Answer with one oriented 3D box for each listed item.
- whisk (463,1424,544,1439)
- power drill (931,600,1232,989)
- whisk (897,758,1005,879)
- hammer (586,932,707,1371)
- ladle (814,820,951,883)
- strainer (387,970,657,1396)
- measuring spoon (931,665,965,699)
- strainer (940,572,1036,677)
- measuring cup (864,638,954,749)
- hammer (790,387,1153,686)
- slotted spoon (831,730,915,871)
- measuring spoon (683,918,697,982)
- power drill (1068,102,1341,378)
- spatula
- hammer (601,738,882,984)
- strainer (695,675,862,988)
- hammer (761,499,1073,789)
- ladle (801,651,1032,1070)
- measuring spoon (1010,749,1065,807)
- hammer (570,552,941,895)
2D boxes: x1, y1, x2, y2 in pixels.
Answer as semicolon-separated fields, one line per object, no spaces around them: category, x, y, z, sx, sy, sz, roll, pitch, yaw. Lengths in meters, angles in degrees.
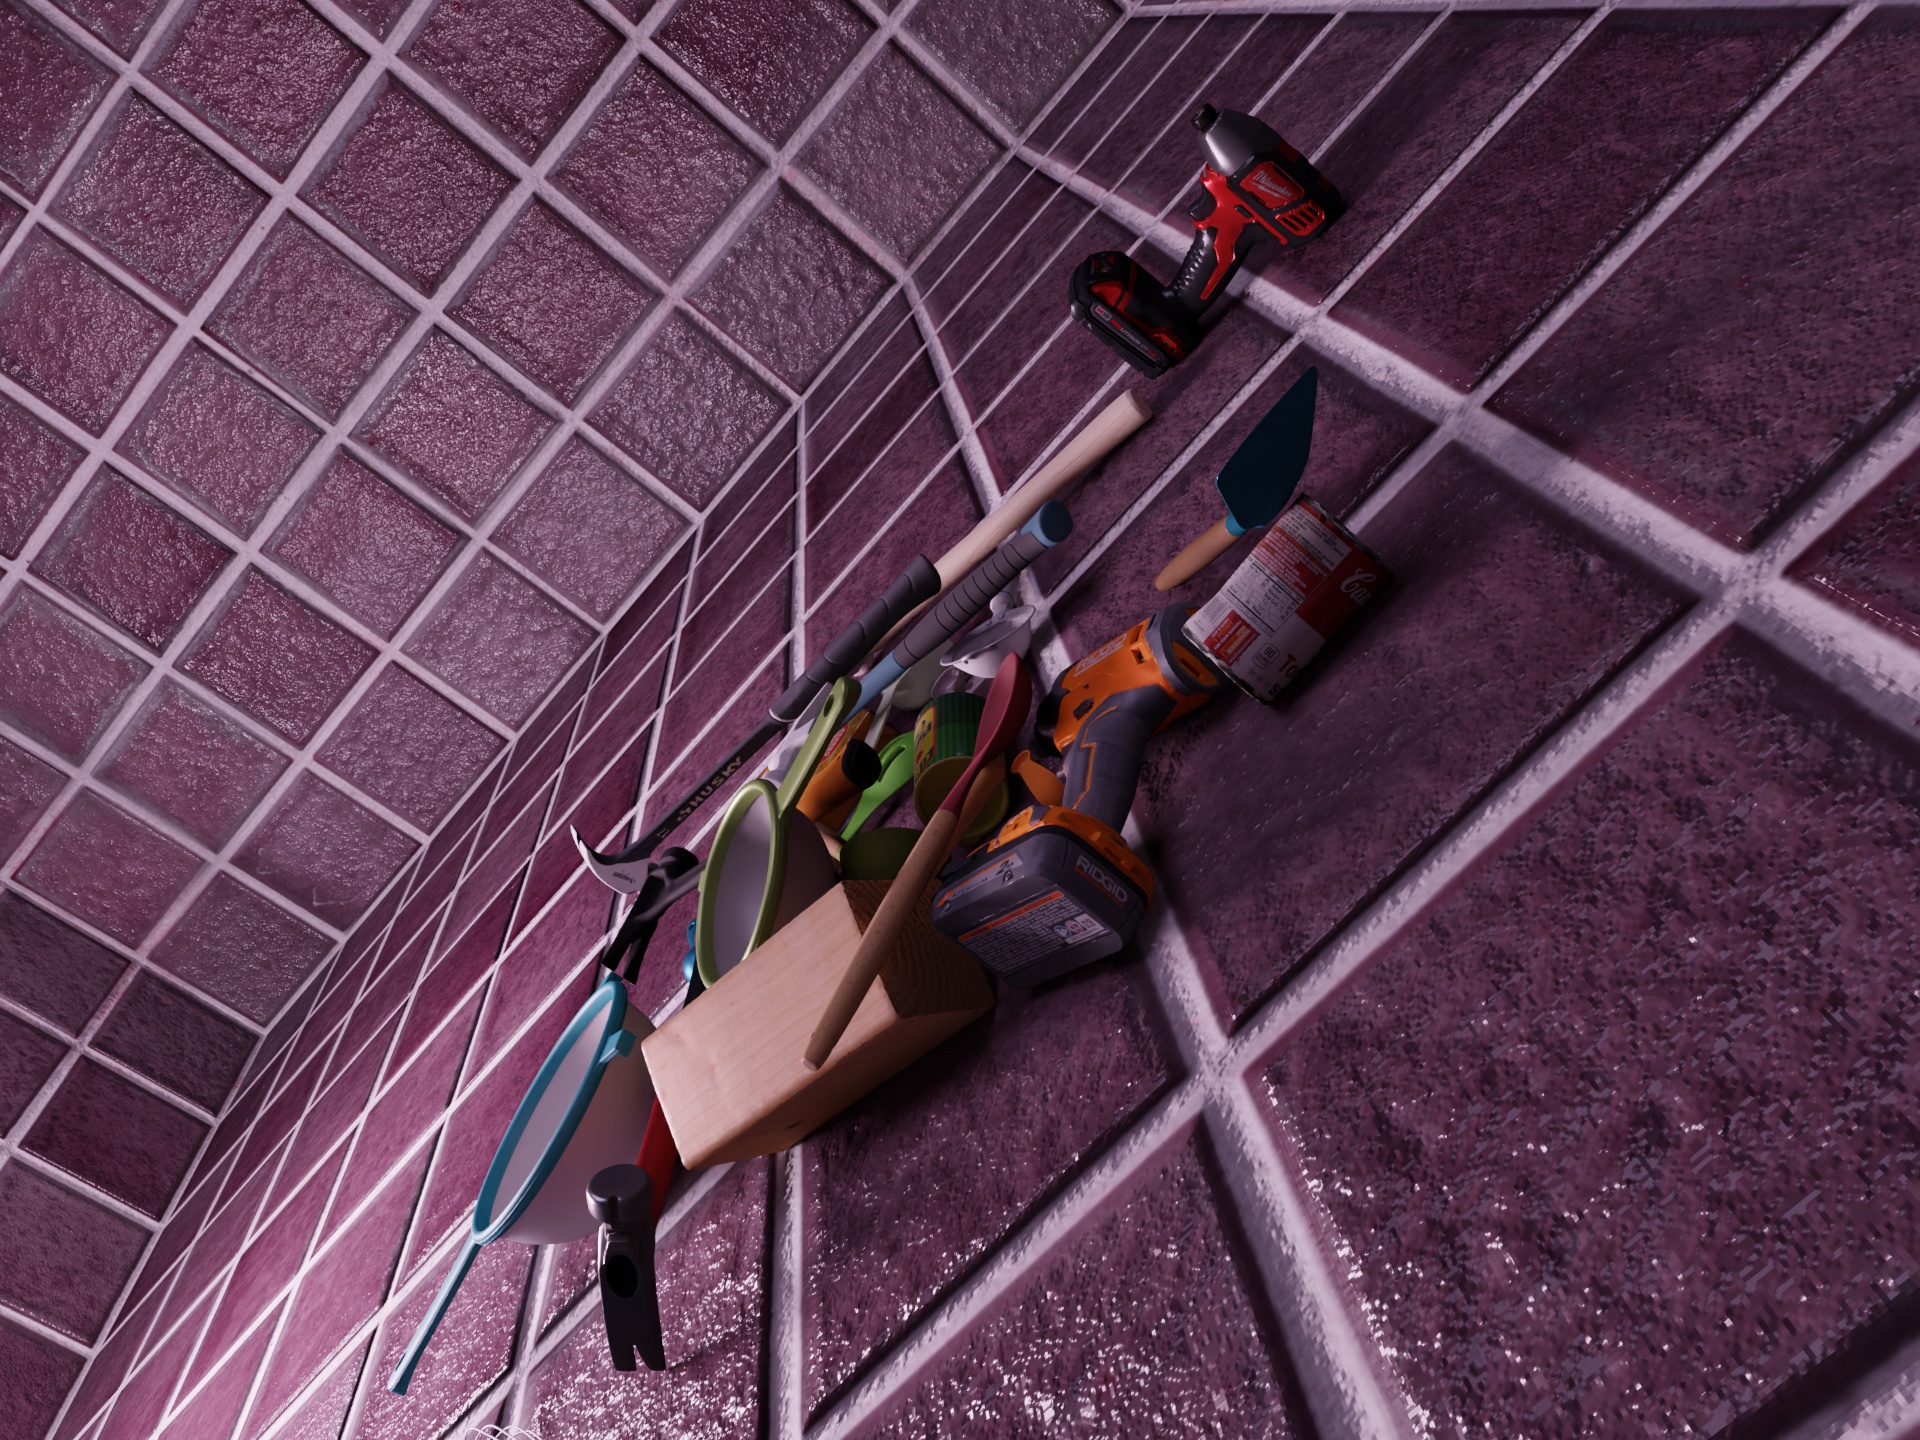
whisk;-0.225;0.447;0.919;0.284;0.070;0.070;-23;34;47
power drill;0.067;0.043;0.941;0.164;0.084;0.227;-33;23;48
whisk;-0.044;0.126;1.041;0.051;0.047;0.245;42;106;27
hammer;-0.197;0.268;1.118;0.387;0.038;0.143;-89;-2;-68
ladle;-0.092;0.083;1.209;0.320;0.078;0.062;20;93;66
strainer;-0.306;0.366;1.198;0.340;0.095;0.211;-61;16;-3
measuring spoon;-0.002;-0.004;1.282;0.034;0.018;0.124;-43;28;18
strainer;0.035;-0.092;1.309;0.087;0.050;0.259;-25;22;21
measuring cup;-0.046;-0.013;1.343;0.083;0.038;0.168;-36;23;39
hammer;0.007;-0.151;1.434;0.410;0.038;0.146;-40;3;25
slotted spoon;-0.116;0.132;1.272;0.314;0.031;0.070;-56;22;-8
measuring spoon;-0.242;0.201;1.438;0.042;0.021;0.129;-51;20;0
power drill;0.198;-0.412;1.357;0.219;0.143;0.079;-41;24;34
spatula;0.153;-0.122;0.960;0.082;0.044;0.317;-49;0;-9
hammer;-0.168;0.100;1.220;0.337;0.034;0.127;-34;25;44
strainer;-0.104;0.079;1.078;0.256;0.069;0.152;-60;28;28
hammer;-0.037;-0.058;1.278;0.331;0.033;0.128;-41;14;23
ladle;-0.018;0.073;0.919;0.316;0.031;0.069;-60;0;-41
measuring spoon;0.058;0.045;1.064;0.021;0.011;0.117;-51;23;3
hammer;-0.171;0.004;1.395;0.409;0.149;0.036;-44;60;6
